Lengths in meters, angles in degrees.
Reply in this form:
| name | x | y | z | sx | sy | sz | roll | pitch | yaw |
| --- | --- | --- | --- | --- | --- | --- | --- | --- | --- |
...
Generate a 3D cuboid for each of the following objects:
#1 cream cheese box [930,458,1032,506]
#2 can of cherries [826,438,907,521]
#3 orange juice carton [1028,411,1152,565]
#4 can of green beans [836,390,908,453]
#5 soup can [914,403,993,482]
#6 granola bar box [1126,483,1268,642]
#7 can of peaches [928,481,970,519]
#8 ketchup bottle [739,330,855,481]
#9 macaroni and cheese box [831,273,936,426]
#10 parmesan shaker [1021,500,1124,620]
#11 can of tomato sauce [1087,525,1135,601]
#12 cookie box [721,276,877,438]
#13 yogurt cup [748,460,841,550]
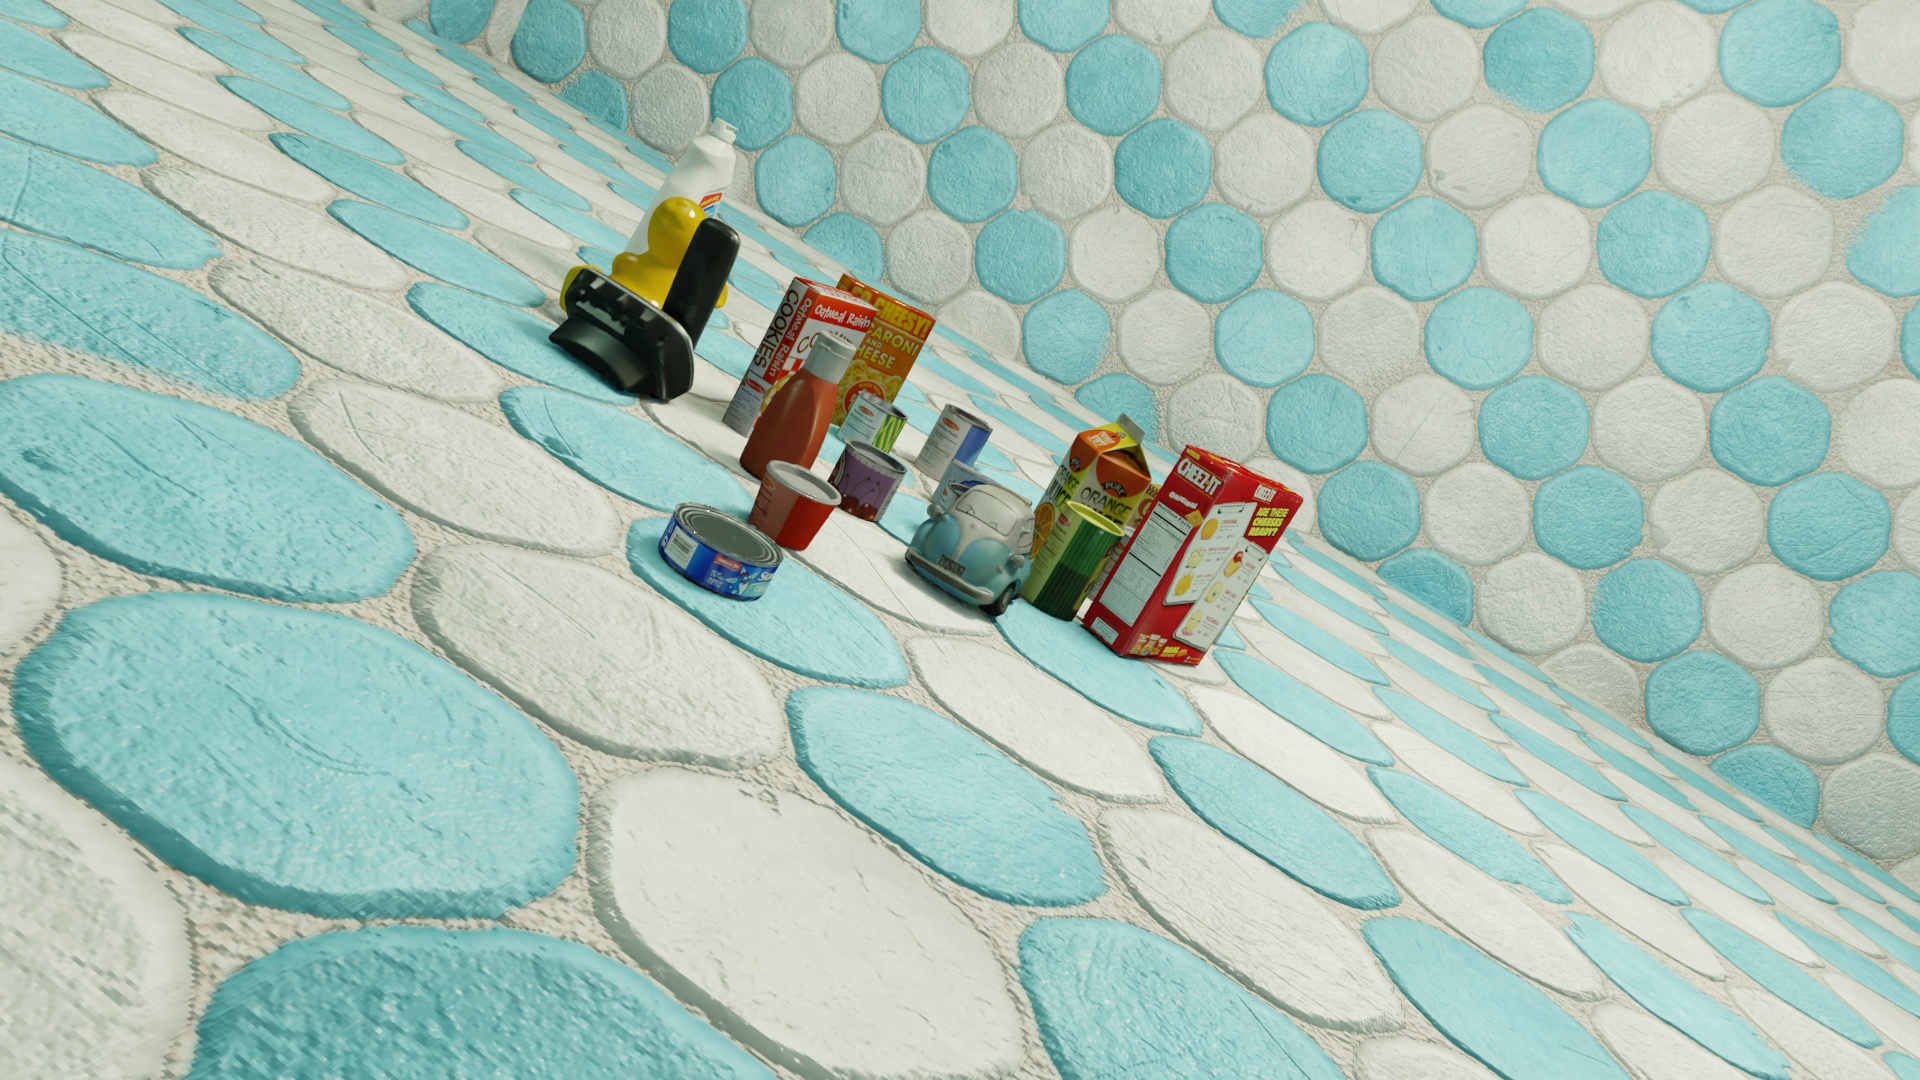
| name | x | y | z | sx | sy | sz | roll | pitch | yaw |
| --- | --- | --- | --- | --- | --- | --- | --- | --- | --- |
| cream cheese box | 0.023 | -0.044 | 1.561 | 0.104 | 0.053 | 0.024 | 28 | 13 | -4 |
| can of cherries | -0.096 | -0.060 | 1.360 | 0.071 | 0.058 | 0.072 | 28 | 13 | -7 |
| orange juice carton | 0.140 | -0.045 | 1.504 | 0.073 | 0.192 | 0.072 | 24 | 14 | -22 |
| can of green beans | -0.103 | -0.133 | 1.621 | 0.071 | 0.057 | 0.071 | 28 | 13 | -7 |
| soup can | -0.007 | -0.114 | 1.691 | 0.071 | 0.083 | 0.071 | 28 | 13 | -7 |
| granola bar box | 0.263 | 0.026 | 1.642 | 0.166 | 0.124 | 0.039 | 36 | 14 | 28 |
| can of peaches | 0.005 | -0.018 | 1.414 | 0.071 | 0.058 | 0.071 | 28 | 13 | -7 |
| ketchup bottle | -0.146 | -0.121 | 1.286 | 0.065 | 0.148 | 0.043 | 34 | 13 | 19 |
| macaroni and cheese box | -0.123 | -0.218 | 1.659 | 0.124 | 0.166 | 0.040 | 21 | 15 | -32 |
| parmesan shaker | 0.110 | 0.020 | 1.391 | 0.071 | 0.103 | 0.071 | 28 | 13 | -7 |
| can of tomato sauce | 0.182 | 0.034 | 1.535 | 0.071 | 0.083 | 0.071 | 28 | 13 | -7 |
| cookie box | -0.166 | -0.185 | 1.442 | 0.040 | 0.167 | 0.123 | 34 | 14 | 20 |
| yogurt cup | -0.141 | -0.027 | 1.156 | 0.072 | 0.053 | 0.072 | 28 | 13 | -7 |
